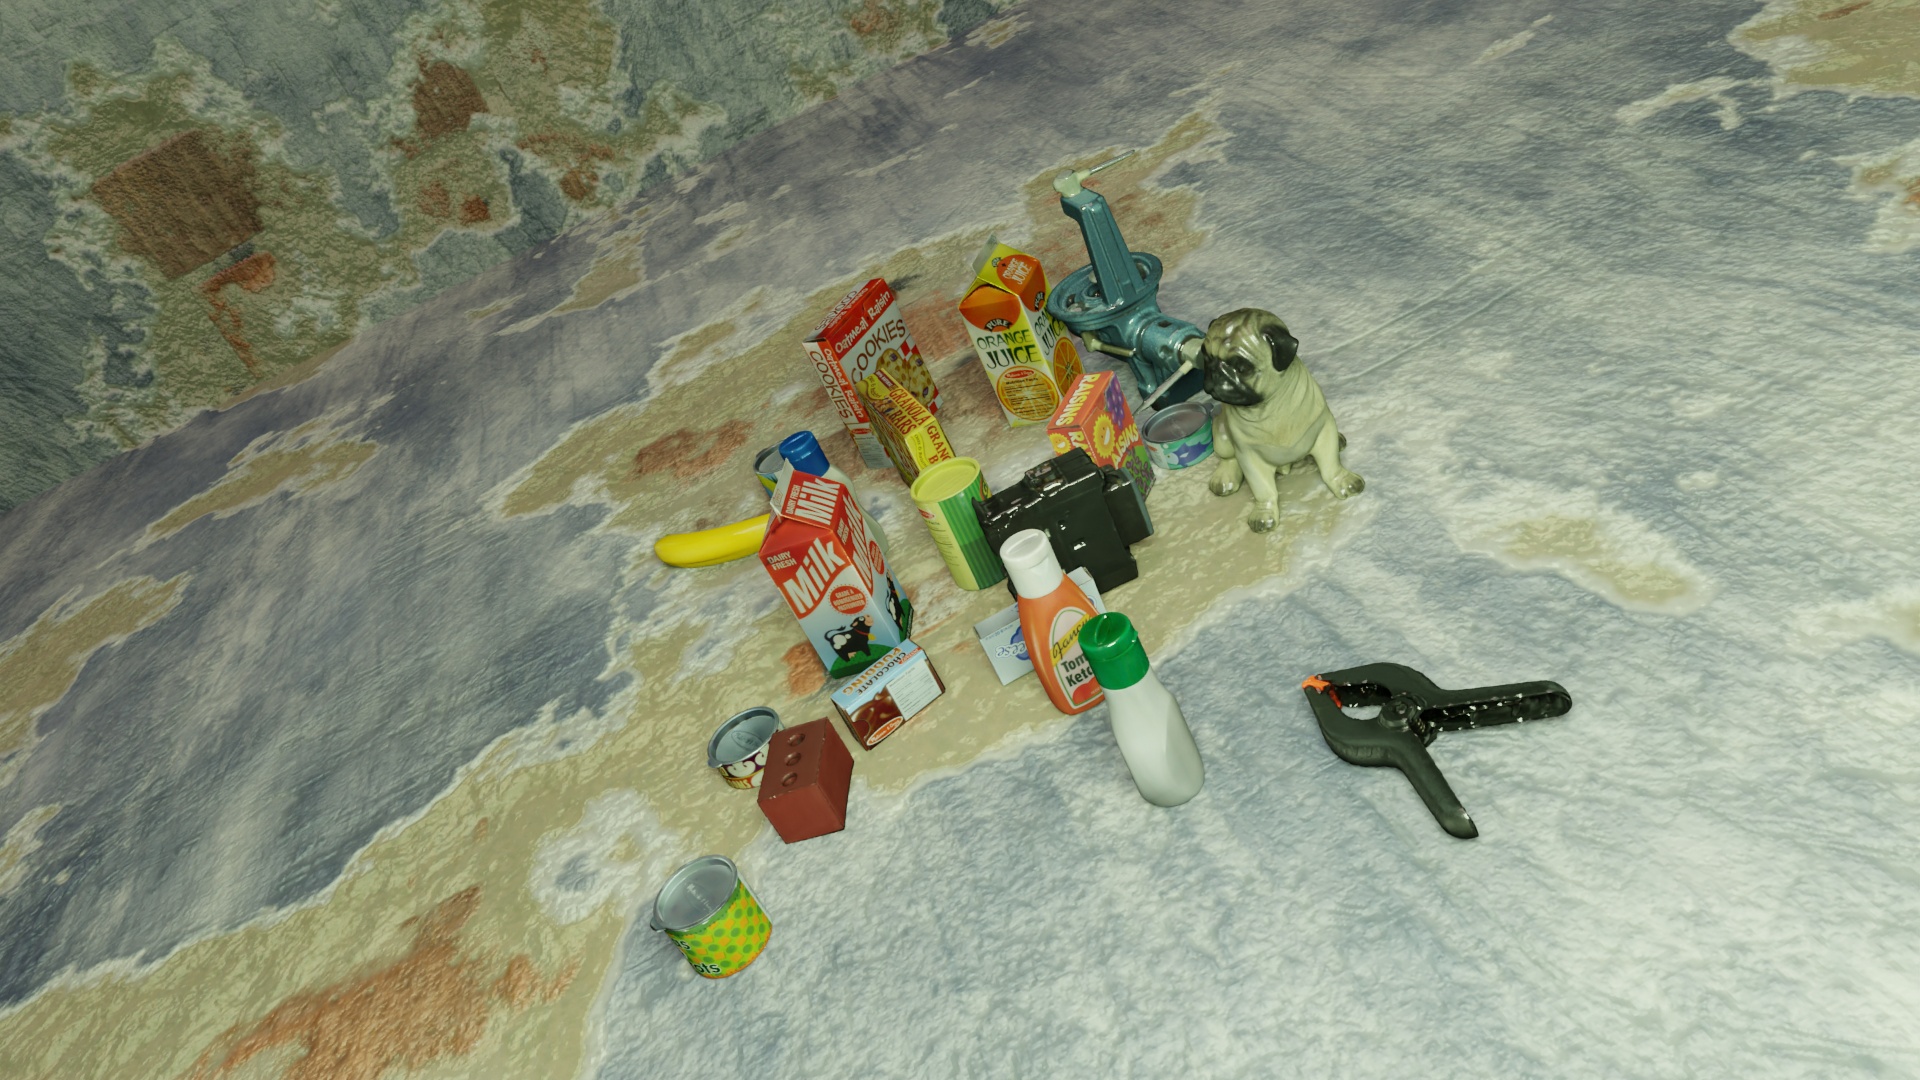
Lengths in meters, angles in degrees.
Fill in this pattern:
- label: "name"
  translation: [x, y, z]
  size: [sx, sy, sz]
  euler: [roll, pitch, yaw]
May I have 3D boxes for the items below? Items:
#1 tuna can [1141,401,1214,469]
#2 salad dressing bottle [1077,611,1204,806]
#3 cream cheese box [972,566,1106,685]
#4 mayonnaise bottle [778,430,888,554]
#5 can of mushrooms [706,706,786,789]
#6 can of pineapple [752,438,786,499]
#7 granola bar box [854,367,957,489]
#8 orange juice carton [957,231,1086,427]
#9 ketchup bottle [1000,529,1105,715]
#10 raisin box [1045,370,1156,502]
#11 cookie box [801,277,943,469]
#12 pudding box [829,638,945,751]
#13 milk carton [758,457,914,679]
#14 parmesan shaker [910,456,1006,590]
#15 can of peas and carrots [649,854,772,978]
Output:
- label: "tuna can"
  translation: [0.206, -0.098, 1.288]
  size: [0.071, 0.032, 0.071]
  euler: [-19, 32, 12]
- label: "salad dressing bottle"
  translation: [0.120, 0.112, 0.923]
  size: [0.044, 0.147, 0.064]
  euler: [-10, 35, 26]
- label: "cream cheese box"
  translation: [0.067, 0.069, 1.119]
  size: [0.104, 0.053, 0.024]
  euler: [-29, 31, -4]
- label: "mayonnaise bottle"
  translation: [-0.125, -0.036, 1.328]
  size: [0.065, 0.147, 0.041]
  euler: [-33, 31, -10]
- label: "can of mushrooms"
  translation: [-0.177, 0.175, 1.161]
  size: [0.071, 0.033, 0.071]
  euler: [-19, 32, 12]
- label: "can of pineapple"
  translation: [-0.185, -0.072, 1.513]
  size: [0.071, 0.057, 0.071]
  euler: [-19, 32, 12]
- label: "granola bar box"
  translation: [-0.041, -0.088, 1.367]
  size: [0.039, 0.123, 0.166]
  euler: [-31, 31, -7]
- label: "orange juice carton"
  translation: [0.058, -0.216, 1.419]
  size: [0.073, 0.192, 0.072]
  euler: [-6, 36, 31]
- label: "ketchup bottle"
  translation: [0.072, 0.059, 1.038]
  size: [0.065, 0.148, 0.043]
  euler: [-34, 31, -13]
- label: "raisin box"
  translation: [0.126, -0.075, 1.225]
  size: [0.040, 0.123, 0.086]
  euler: [-3, 38, 34]
- label: "cookie box"
  translation: [-0.091, -0.181, 1.501]
  size: [0.040, 0.166, 0.123]
  euler: [-1, 39, 36]
- label: "pudding box"
  translation: [-0.059, 0.125, 1.132]
  size: [0.084, 0.049, 0.030]
  euler: [-37, 32, -17]
- label: "milk carton"
  translation: [-0.113, 0.022, 1.190]
  size: [0.073, 0.189, 0.073]
  euler: [-17, 32, 16]
- label: "parmesan shaker"
  translation: [0.004, -0.016, 1.245]
  size: [0.071, 0.102, 0.072]
  euler: [-19, 31, 12]
- label: "can of peas and carrots"
  translation: [-0.178, 0.271, 0.993]
  size: [0.071, 0.058, 0.071]
  euler: [-19, 32, 12]
